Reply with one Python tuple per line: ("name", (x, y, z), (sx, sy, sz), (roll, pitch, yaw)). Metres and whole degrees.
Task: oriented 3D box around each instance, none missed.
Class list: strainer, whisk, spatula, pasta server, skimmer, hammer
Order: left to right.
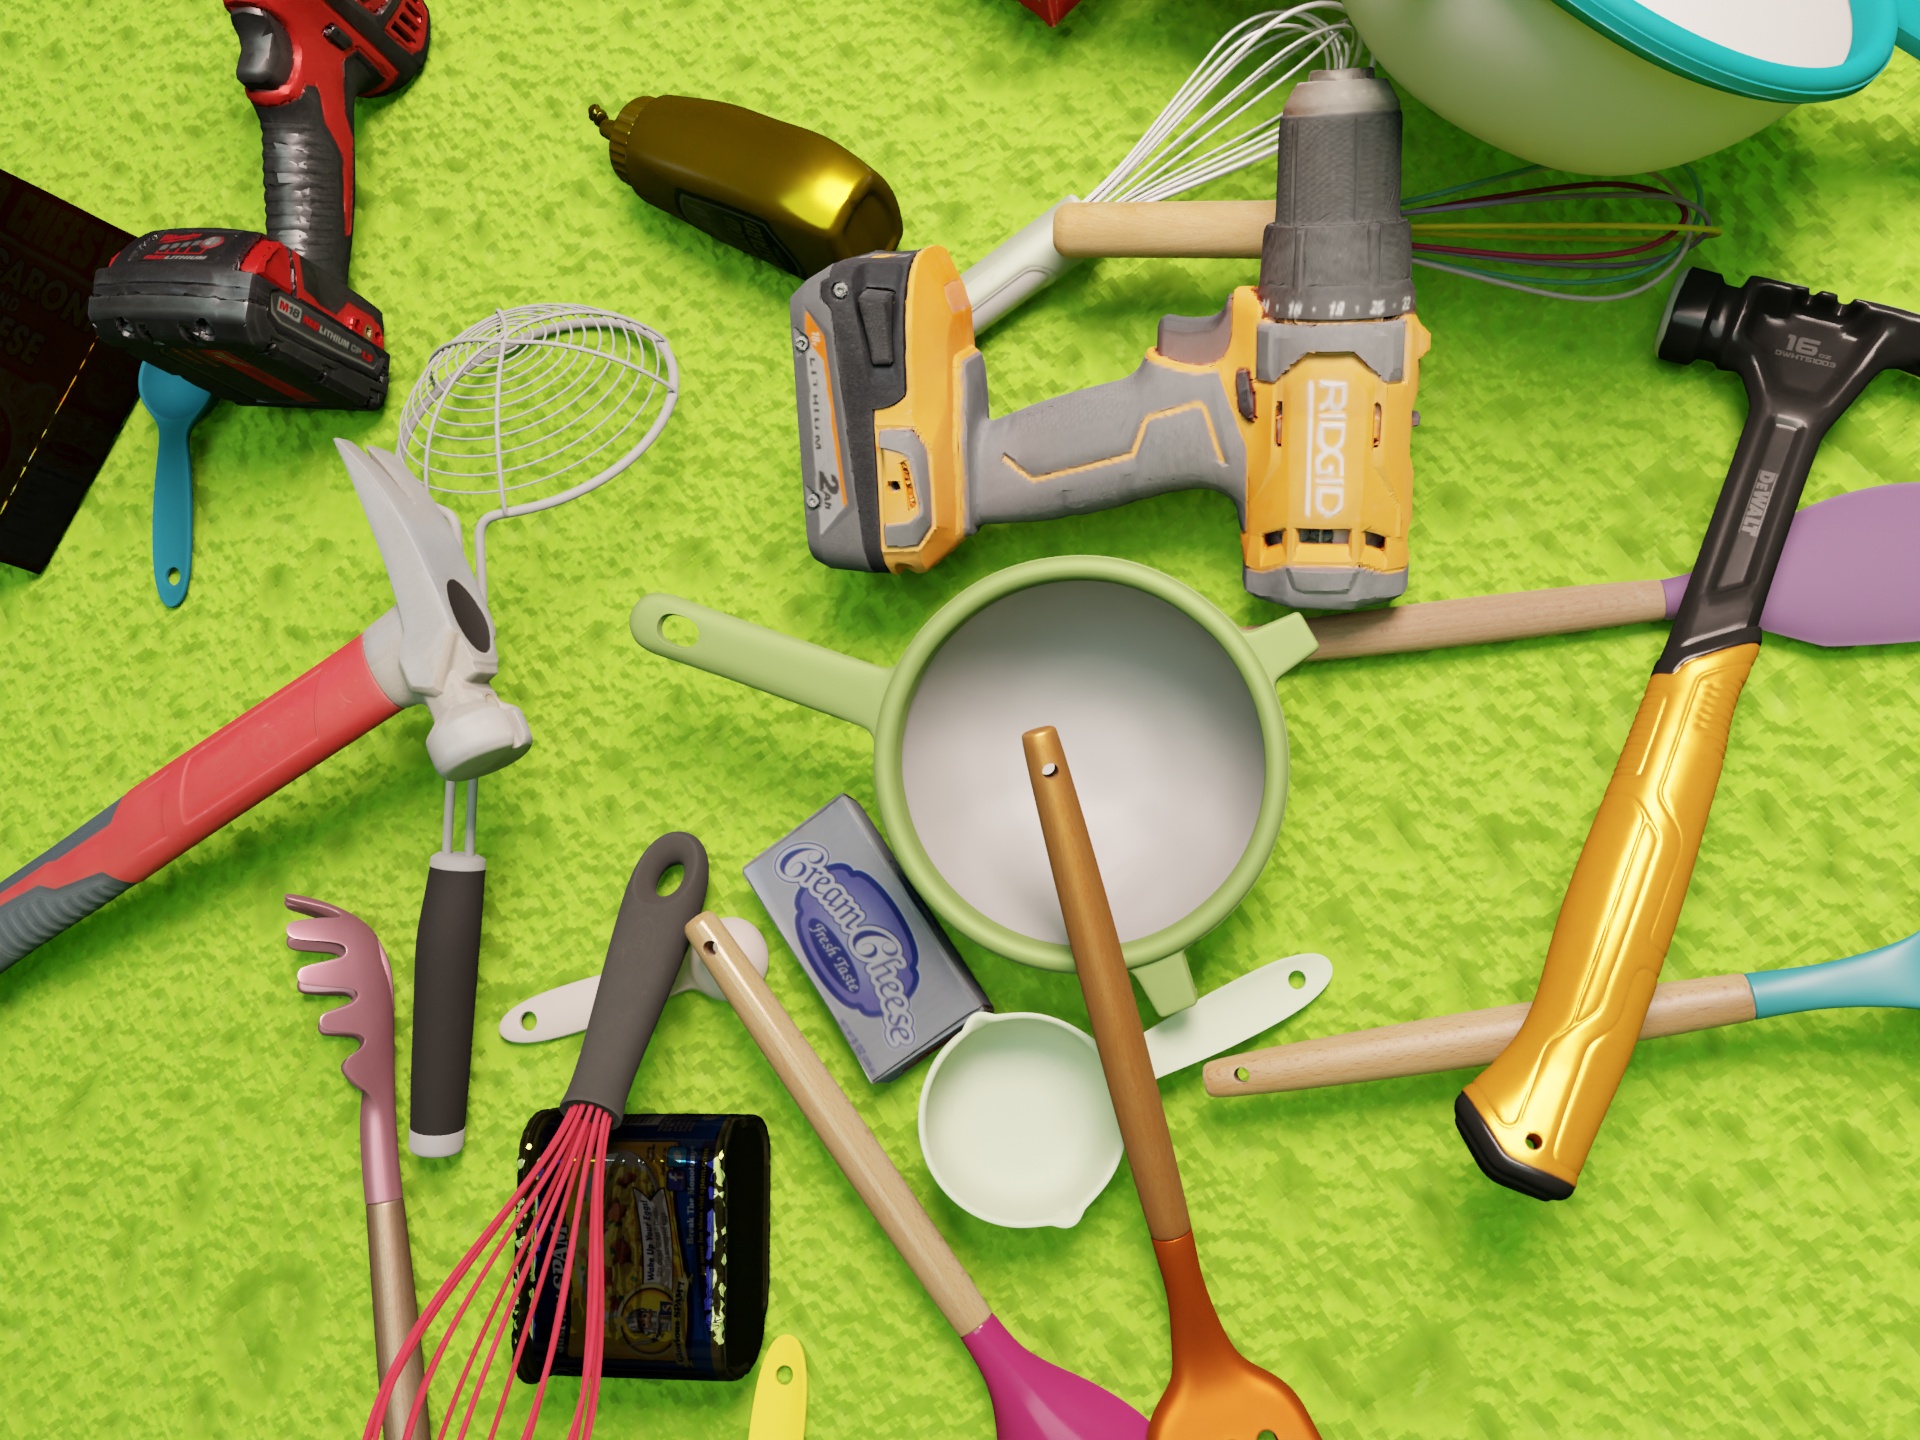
("hammer", (-0.355, 0.035, 0.676), (0.386, 0.038, 0.143), (-29, 79, 18))
("pasta server", (-0.241, 0.226, 0.651), (0.040, 0.060, 0.316), (-5, 80, -24))
("skimmer", (-0.193, -0.002, 0.683), (0.127, 0.090, 0.363), (5, 92, 19))
("whisk", (-0.139, 0.158, 0.566), (0.073, 0.073, 0.296), (0, 48, 14))
("strainer", (-0.001, -0.002, 0.607), (0.256, 0.069, 0.151), (19, 98, 13))
("whisk", (0.058, -0.207, 0.646), (0.246, 0.057, 0.059), (-34, 67, 12))
("spatula", (0.070, 0.158, 0.553), (0.081, 0.041, 0.322), (-15, 96, -1))
("whisk", (0.157, -0.186, 0.598), (0.245, 0.051, 0.047), (3, 41, 9))
("spatula", (0.231, -0.044, 0.588), (0.316, 0.018, 0.060), (-7, 74, 12))
("spatula", (0.242, 0.101, 0.548), (0.317, 0.044, 0.082), (-11, 78, 13))
("strainer", (0.252, -0.236, 0.550), (0.340, 0.095, 0.211), (19, 56, -16))
("hammer", (0.254, 0.003, 0.539), (0.127, 0.034, 0.337), (21, 77, 20))

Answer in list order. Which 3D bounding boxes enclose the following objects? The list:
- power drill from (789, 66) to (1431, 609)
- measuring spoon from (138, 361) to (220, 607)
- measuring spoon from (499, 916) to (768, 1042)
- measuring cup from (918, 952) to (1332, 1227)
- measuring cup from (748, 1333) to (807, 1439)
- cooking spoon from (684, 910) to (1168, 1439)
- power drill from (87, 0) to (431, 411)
("power drill", (0.056, -0.137, 0.587), (0.226, 0.084, 0.185), (3, 111, 14))
("measuring spoon", (-0.368, -0.117, 0.757), (0.042, 0.021, 0.128), (2, 90, 14))
("measuring spoon", (-0.138, 0.111, 0.654), (0.124, 0.018, 0.034), (-19, 77, 11))
("measuring cup", (0.062, 0.128, 0.597), (0.167, 0.038, 0.083), (-25, 83, -9))
("measuring cup", (-0.070, 0.317, 0.603), (0.062, 0.029, 0.157), (-1, 68, 14))
("cooking spoon", (-0.010, 0.204, 0.592), (0.069, 0.017, 0.319), (-37, 81, 6))
("power drill", (-0.302, -0.258, 0.697), (0.078, 0.143, 0.220), (4, 84, 12))
